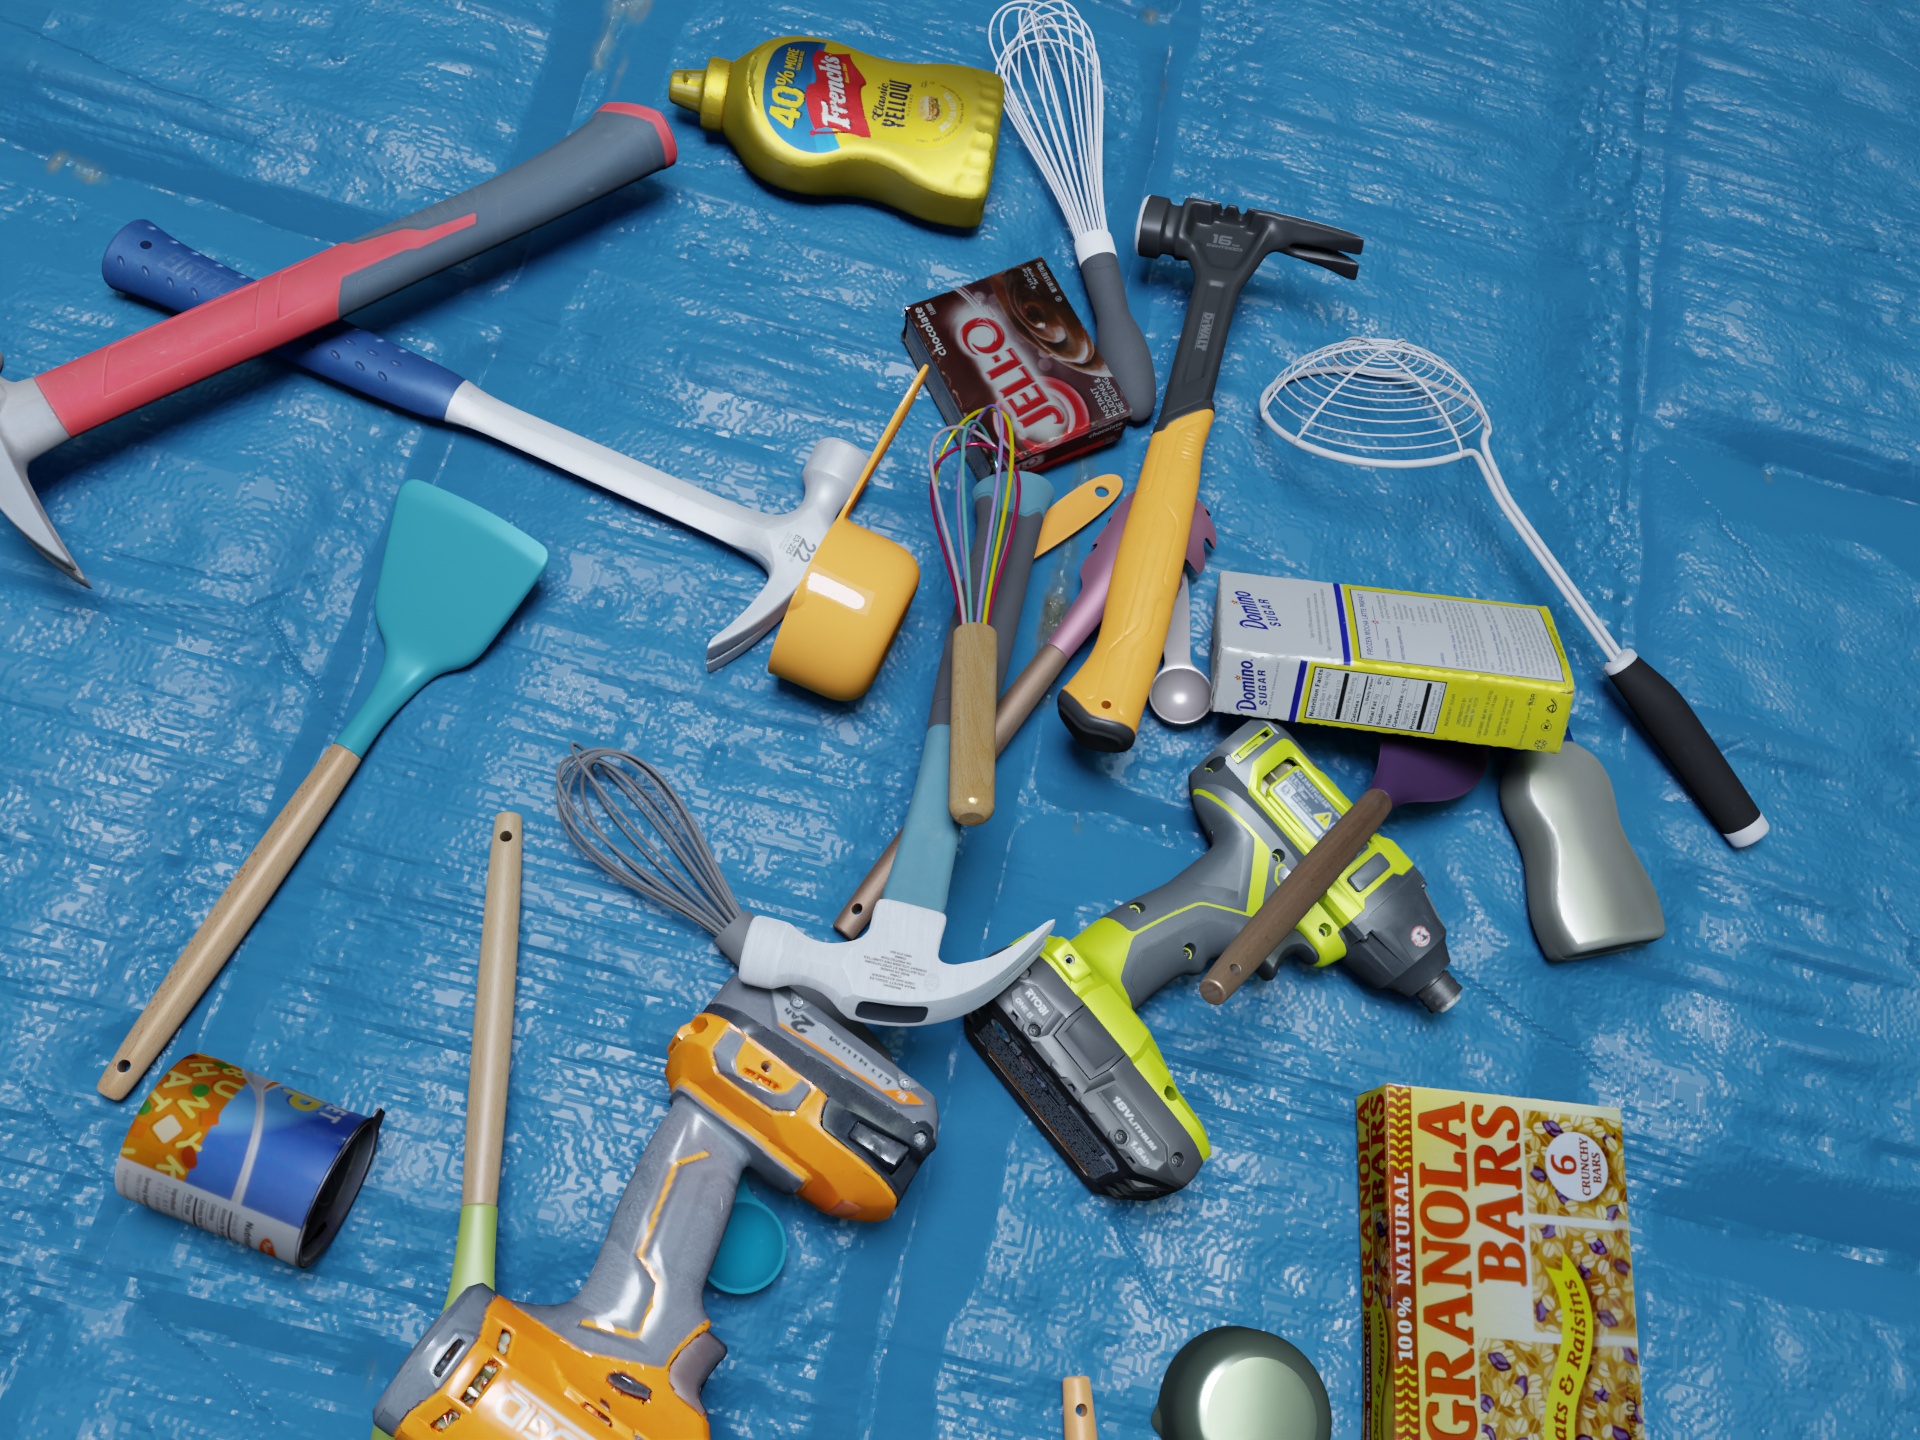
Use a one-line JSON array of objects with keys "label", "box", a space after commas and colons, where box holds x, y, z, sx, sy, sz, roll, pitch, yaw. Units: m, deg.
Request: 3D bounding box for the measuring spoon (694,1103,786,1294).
[{"label": "measuring spoon", "box": [-0.112, 0.203, 0.740, 0.042, 0.021, 0.129, -3, 61, -23]}]

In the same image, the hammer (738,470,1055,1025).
[{"label": "hammer", "box": [-0.001, -0.002, 0.773, 0.128, 0.033, 0.331, 15, 53, -1]}]

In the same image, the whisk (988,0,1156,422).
[{"label": "whisk", "box": [0.071, -0.306, 0.940, 0.070, 0.070, 0.285, -9, 76, -12]}]

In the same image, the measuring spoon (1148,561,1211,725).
[{"label": "measuring spoon", "box": [0.117, -0.051, 0.873, 0.034, 0.018, 0.124, -3, 63, 3]}]

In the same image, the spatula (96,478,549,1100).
[{"label": "spatula", "box": [-0.310, 0.032, 0.754, 0.082, 0.044, 0.318, 28, 69, -2]}]

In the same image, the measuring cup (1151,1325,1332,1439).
[{"label": "measuring cup", "box": [0.134, 0.358, 0.706, 0.083, 0.038, 0.168, 0, 68, -9]}]

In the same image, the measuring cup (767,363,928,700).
[{"label": "measuring cup", "box": [-0.037, -0.090, 0.800, 0.052, 0.095, 0.173, 27, 95, -1]}]

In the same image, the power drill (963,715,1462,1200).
[{"label": "power drill", "box": [0.128, 0.122, 0.776, 0.223, 0.080, 0.171, -36, 78, -23]}]

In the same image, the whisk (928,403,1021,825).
[{"label": "whisk", "box": [0.005, -0.057, 0.775, 0.047, 0.051, 0.245, -5, 57, 10]}]

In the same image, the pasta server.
[{"label": "pasta server", "box": [0.035, -0.012, 0.835, 0.060, 0.040, 0.316, 32, 73, 19]}]

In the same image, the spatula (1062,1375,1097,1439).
[{"label": "spatula", "box": [0.061, 0.451, 0.670, 0.081, 0.041, 0.323, 0, 66, -9]}]

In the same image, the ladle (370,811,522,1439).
[{"label": "ladle", "box": [-0.214, 0.195, 0.717, 0.078, 0.062, 0.320, 1, 63, -9]}]

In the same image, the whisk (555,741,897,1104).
[{"label": "whisk", "box": [-0.108, 0.099, 0.762, 0.239, 0.055, 0.055, 46, 69, 5]}]

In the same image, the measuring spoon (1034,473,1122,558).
[{"label": "measuring spoon", "box": [0.048, -0.103, 0.883, 0.117, 0.011, 0.021, -39, 72, -23]}]

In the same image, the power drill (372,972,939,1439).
[{"label": "power drill", "box": [-0.103, 0.236, 0.661, 0.164, 0.084, 0.226, 37, 57, 1]}]

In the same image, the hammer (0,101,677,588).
[{"label": "hammer", "box": [-0.308, -0.213, 0.811, 0.386, 0.038, 0.143, -32, 79, -19]}]

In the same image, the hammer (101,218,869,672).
[{"label": "hammer", "box": [-0.259, -0.160, 0.839, 0.405, 0.035, 0.144, 24, 68, 0]}]

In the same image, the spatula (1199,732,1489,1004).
[{"label": "spatula", "box": [0.195, 0.052, 0.774, 0.060, 0.018, 0.316, 49, 43, 7]}]

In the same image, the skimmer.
[{"label": "skimmer", "box": [0.313, -0.071, 0.900, 0.127, 0.090, 0.363, -36, 89, -40]}]

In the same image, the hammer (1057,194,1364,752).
[{"label": "hammer", "box": [0.121, -0.136, 0.841, 0.127, 0.034, 0.337, 13, 67, 10]}]
